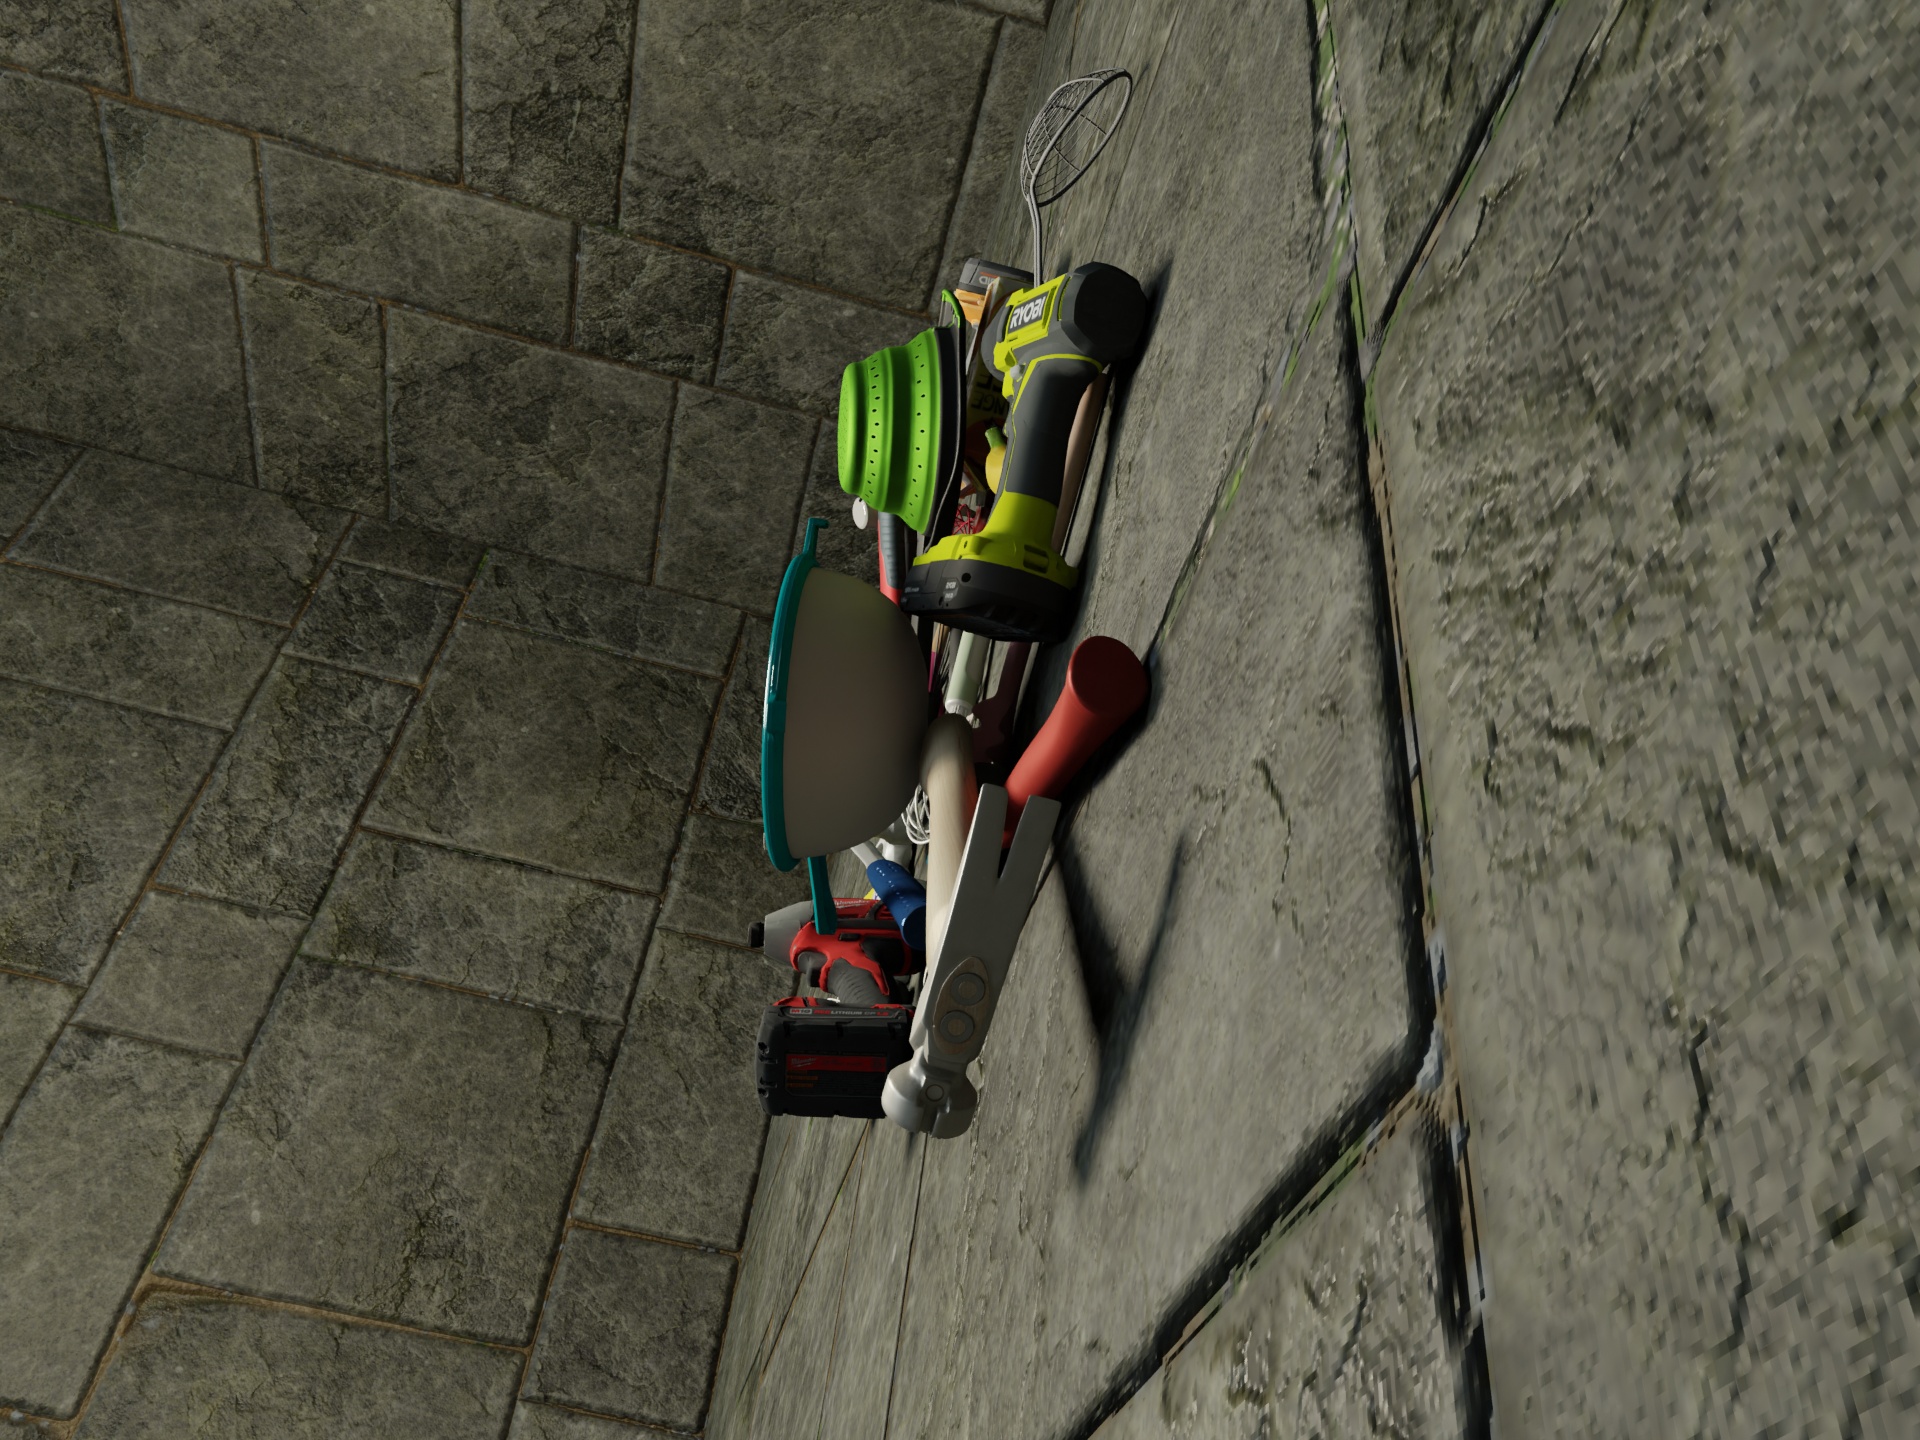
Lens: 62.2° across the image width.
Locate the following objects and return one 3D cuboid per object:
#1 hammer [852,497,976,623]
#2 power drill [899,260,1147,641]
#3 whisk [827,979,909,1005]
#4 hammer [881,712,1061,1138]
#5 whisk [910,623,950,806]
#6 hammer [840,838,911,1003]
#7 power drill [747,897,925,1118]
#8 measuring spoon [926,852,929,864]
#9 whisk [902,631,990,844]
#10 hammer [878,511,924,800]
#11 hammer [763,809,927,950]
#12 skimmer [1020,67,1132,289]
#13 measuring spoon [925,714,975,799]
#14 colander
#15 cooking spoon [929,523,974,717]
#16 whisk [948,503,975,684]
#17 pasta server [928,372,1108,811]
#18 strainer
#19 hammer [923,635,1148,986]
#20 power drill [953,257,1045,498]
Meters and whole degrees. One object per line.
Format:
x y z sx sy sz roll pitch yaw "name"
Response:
-0.050 -0.078 1.677 0.035 0.146 0.334 34 126 51 "hammer"
0.036 -0.167 1.016 0.171 0.080 0.223 7 81 68 "power drill"
-0.089 0.267 1.428 0.284 0.070 0.070 130 154 -66 "whisk"
0.000 0.050 0.818 0.411 0.038 0.146 -96 21 -76 "hammer"
-0.030 -0.025 1.600 0.055 0.055 0.239 -94 15 -72 "whisk"
-0.102 0.261 1.658 0.128 0.033 0.330 -90 15 -64 "hammer"
-0.097 0.205 1.207 0.220 0.143 0.078 -96 9 -67 "power drill"
-0.021 0.079 1.364 0.042 0.021 0.128 -83 9 -48 "measuring spoon"
-0.002 -0.004 1.313 0.059 0.057 0.247 -19 45 41 "whisk"
-0.071 -0.122 1.568 0.143 0.038 0.386 -164 71 -66 "hammer"
-0.071 0.121 1.300 0.406 0.144 0.035 -153 64 -76 "hammer"
0.092 -0.352 1.274 0.127 0.090 0.363 108 164 -74 "skimmer"
-0.004 0.031 1.387 0.124 0.018 0.034 121 165 -49 "measuring spoon"
-0.063 -0.176 1.402 0.205 0.094 0.396 -107 20 -63 "colander"
-0.016 -0.094 1.630 0.017 0.069 0.319 8 -75 -53 "cooking spoon"
-0.001 -0.110 1.476 0.296 0.073 0.073 -93 17 -50 "whisk"
0.042 -0.082 1.072 0.060 0.040 0.316 32 108 62 "pasta server"
-0.068 0.042 1.098 0.340 0.095 0.211 89 -175 -45 "strainer"
0.033 0.049 0.861 0.359 0.036 0.149 118 164 -69 "hammer"
0.022 -0.333 1.588 0.185 0.084 0.226 -49 -26 -78 "power drill"
